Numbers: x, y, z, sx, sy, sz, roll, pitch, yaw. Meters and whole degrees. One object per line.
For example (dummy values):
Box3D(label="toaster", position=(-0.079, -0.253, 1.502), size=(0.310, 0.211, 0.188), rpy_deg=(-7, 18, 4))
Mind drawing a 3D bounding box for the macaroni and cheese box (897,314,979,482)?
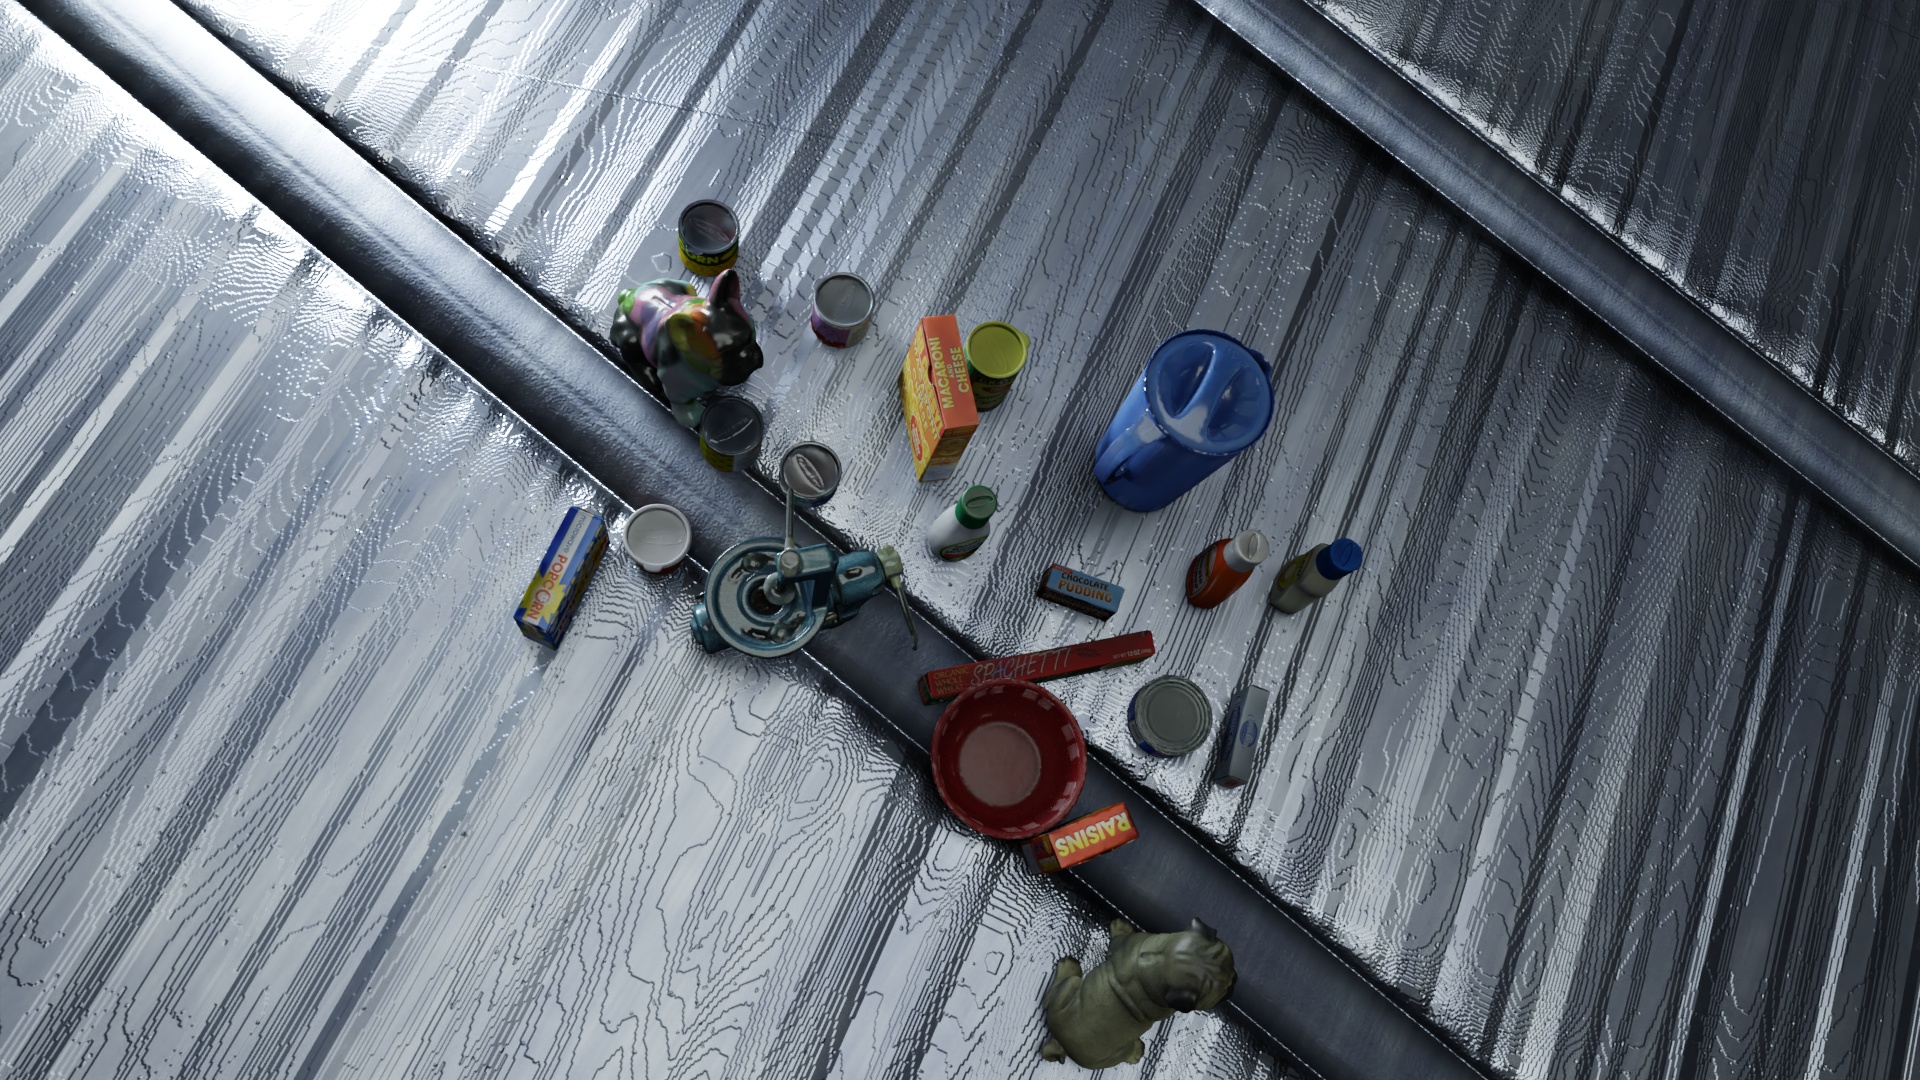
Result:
Box3D(label="macaroni and cheese box", position=(-0.026, -0.146, 1.458), size=(0.040, 0.166, 0.124), rpy_deg=(-9, 75, -13))

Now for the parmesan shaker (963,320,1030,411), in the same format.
Box3D(label="parmesan shaker", position=(0.032, -0.189, 1.516), size=(0.071, 0.102, 0.071), rpy_deg=(3, 73, -10))

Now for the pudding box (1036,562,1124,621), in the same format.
Box3D(label="pudding box", position=(0.128, 0.055, 1.487), size=(0.084, 0.049, 0.030), rpy_deg=(20, 71, -4))

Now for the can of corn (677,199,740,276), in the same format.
Box3D(label="can of corn", position=(-0.277, -0.329, 1.524), size=(0.071, 0.058, 0.071), rpy_deg=(3, 73, -10))

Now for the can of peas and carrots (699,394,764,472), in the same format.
Box3D(label="can of peas and carrots", position=(-0.243, -0.113, 1.464), size=(0.071, 0.058, 0.071), rpy_deg=(3, 73, -10))

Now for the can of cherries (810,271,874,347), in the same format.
Box3D(label="can of cherries", position=(-0.132, -0.255, 1.528), size=(0.071, 0.058, 0.071), rpy_deg=(3, 73, -10))

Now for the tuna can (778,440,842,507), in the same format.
Box3D(label="tuna can", position=(-0.163, -0.069, 1.479), size=(0.071, 0.032, 0.071), rpy_deg=(3, 73, -10))

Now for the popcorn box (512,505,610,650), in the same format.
Box3D(label="popcorn box", position=(-0.392, 0.038, 1.374), size=(0.038, 0.085, 0.127), rpy_deg=(23, 70, -3))

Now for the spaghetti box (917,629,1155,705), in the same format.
Box3D(label="spaghetti box", position=(0.080, 0.133, 1.454), size=(0.250, 0.050, 0.029), rpy_deg=(-10, 76, -13))

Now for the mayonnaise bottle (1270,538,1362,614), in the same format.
Box3D(label="mayonnaise bottle", position=(0.382, 0.034, 1.490), size=(0.041, 0.147, 0.065), rpy_deg=(29, 71, -1))

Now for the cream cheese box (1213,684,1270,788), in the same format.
Box3D(label="cream cheese box", position=(0.297, 0.208, 1.470), size=(0.024, 0.053, 0.104), rpy_deg=(20, 71, -4))

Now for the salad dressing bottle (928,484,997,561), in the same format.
Box3D(label="salad dressing bottle", position=(0.005, -0.018, 1.434), size=(0.064, 0.147, 0.044), rpy_deg=(-14, 77, -14))

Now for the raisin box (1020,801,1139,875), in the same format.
Box3D(label="raisin box", position=(0.116, 0.296, 1.371), size=(0.086, 0.123, 0.040), rpy_deg=(-18, 78, -15))

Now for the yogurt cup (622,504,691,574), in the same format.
Box3D(label="yogurt cup", position=(-0.309, 0.002, 1.418), size=(0.072, 0.053, 0.072), rpy_deg=(3, 73, -10))

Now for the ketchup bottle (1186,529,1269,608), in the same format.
Box3D(label="ketchup bottle", position=(0.284, 0.026, 1.473), size=(0.043, 0.148, 0.065), rpy_deg=(14, 72, -6))
